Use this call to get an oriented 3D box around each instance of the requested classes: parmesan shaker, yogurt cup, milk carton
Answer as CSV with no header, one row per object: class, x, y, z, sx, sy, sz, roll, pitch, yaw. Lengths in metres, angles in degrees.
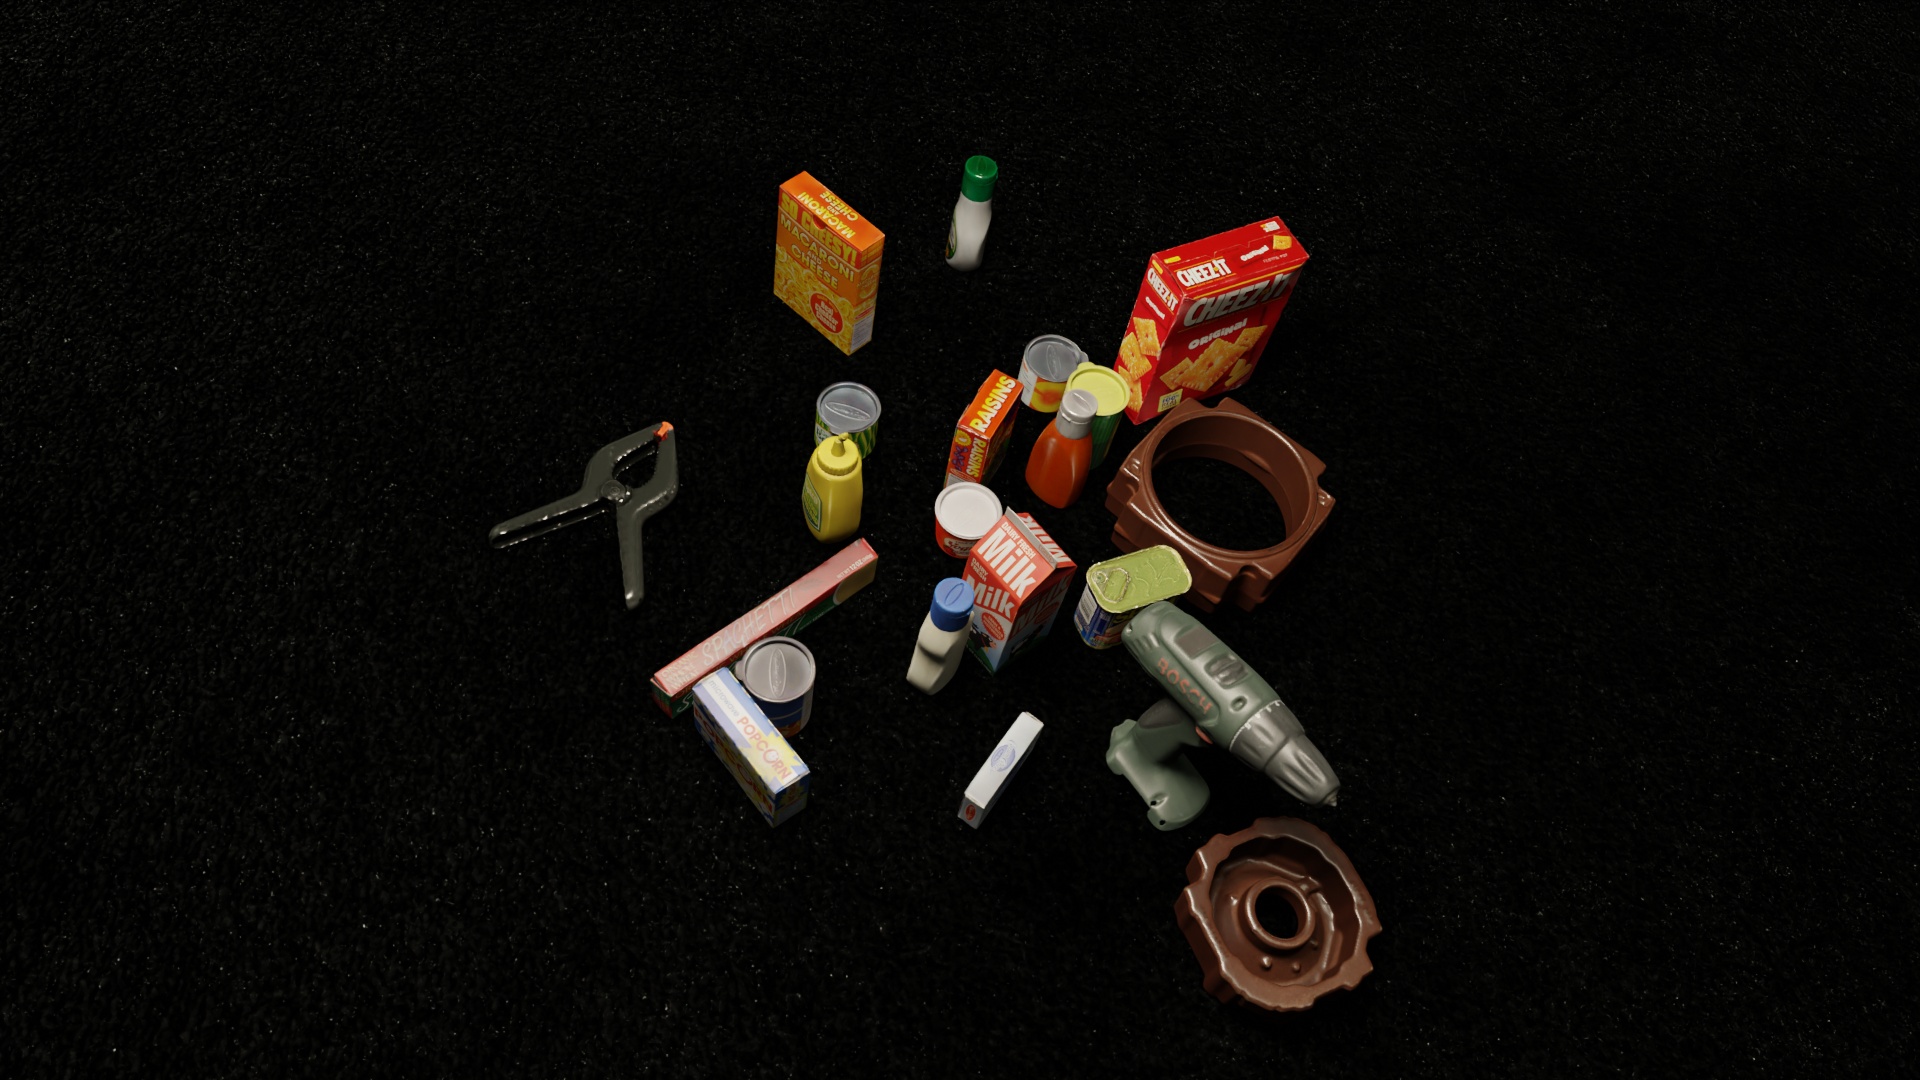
parmesan shaker,0.135,-0.131,1.480,0.071,0.102,0.071,4,57,-7
yogurt cup,0.005,-0.018,1.413,0.072,0.053,0.073,4,57,-7
milk carton,0.050,0.043,1.300,0.074,0.189,0.072,-32,68,-26

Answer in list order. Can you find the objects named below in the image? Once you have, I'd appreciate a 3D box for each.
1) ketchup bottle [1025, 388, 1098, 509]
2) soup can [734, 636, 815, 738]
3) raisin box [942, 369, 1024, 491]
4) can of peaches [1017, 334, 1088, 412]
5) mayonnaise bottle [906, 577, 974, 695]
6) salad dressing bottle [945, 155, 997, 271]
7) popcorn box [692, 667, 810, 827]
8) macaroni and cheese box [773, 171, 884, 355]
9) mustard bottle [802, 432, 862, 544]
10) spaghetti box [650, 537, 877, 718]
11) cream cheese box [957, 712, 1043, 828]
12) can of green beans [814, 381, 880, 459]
ketchup bottle,0.107,-0.096,1.425,0.044,0.148,0.065,-37,70,-28
soup can,-0.170,0.135,1.266,0.071,0.083,0.072,4,57,-7
raisin box,0.023,-0.104,1.431,0.040,0.122,0.086,27,57,8
can of peaches,0.101,-0.184,1.535,0.071,0.057,0.071,4,57,-7
mayonnaise bottle,-0.015,0.086,1.286,0.041,0.147,0.065,32,58,11
salad dressing bottle,0.013,-0.374,1.590,0.044,0.147,0.064,6,57,-6
popcorn box,-0.187,0.183,1.231,0.038,0.084,0.127,-33,68,-26
macaroni and cheese box,-0.145,-0.296,1.501,0.124,0.165,0.040,41,60,16
mustard bottle,-0.124,-0.059,1.354,0.049,0.159,0.065,-19,63,-20
spaghetti box,-0.183,0.081,1.319,0.251,0.050,0.029,-35,69,-27
cream cheese box,0.036,0.210,1.271,0.024,0.053,0.104,33,58,11
can of green beans,-0.119,-0.123,1.458,0.071,0.057,0.071,4,57,-7
